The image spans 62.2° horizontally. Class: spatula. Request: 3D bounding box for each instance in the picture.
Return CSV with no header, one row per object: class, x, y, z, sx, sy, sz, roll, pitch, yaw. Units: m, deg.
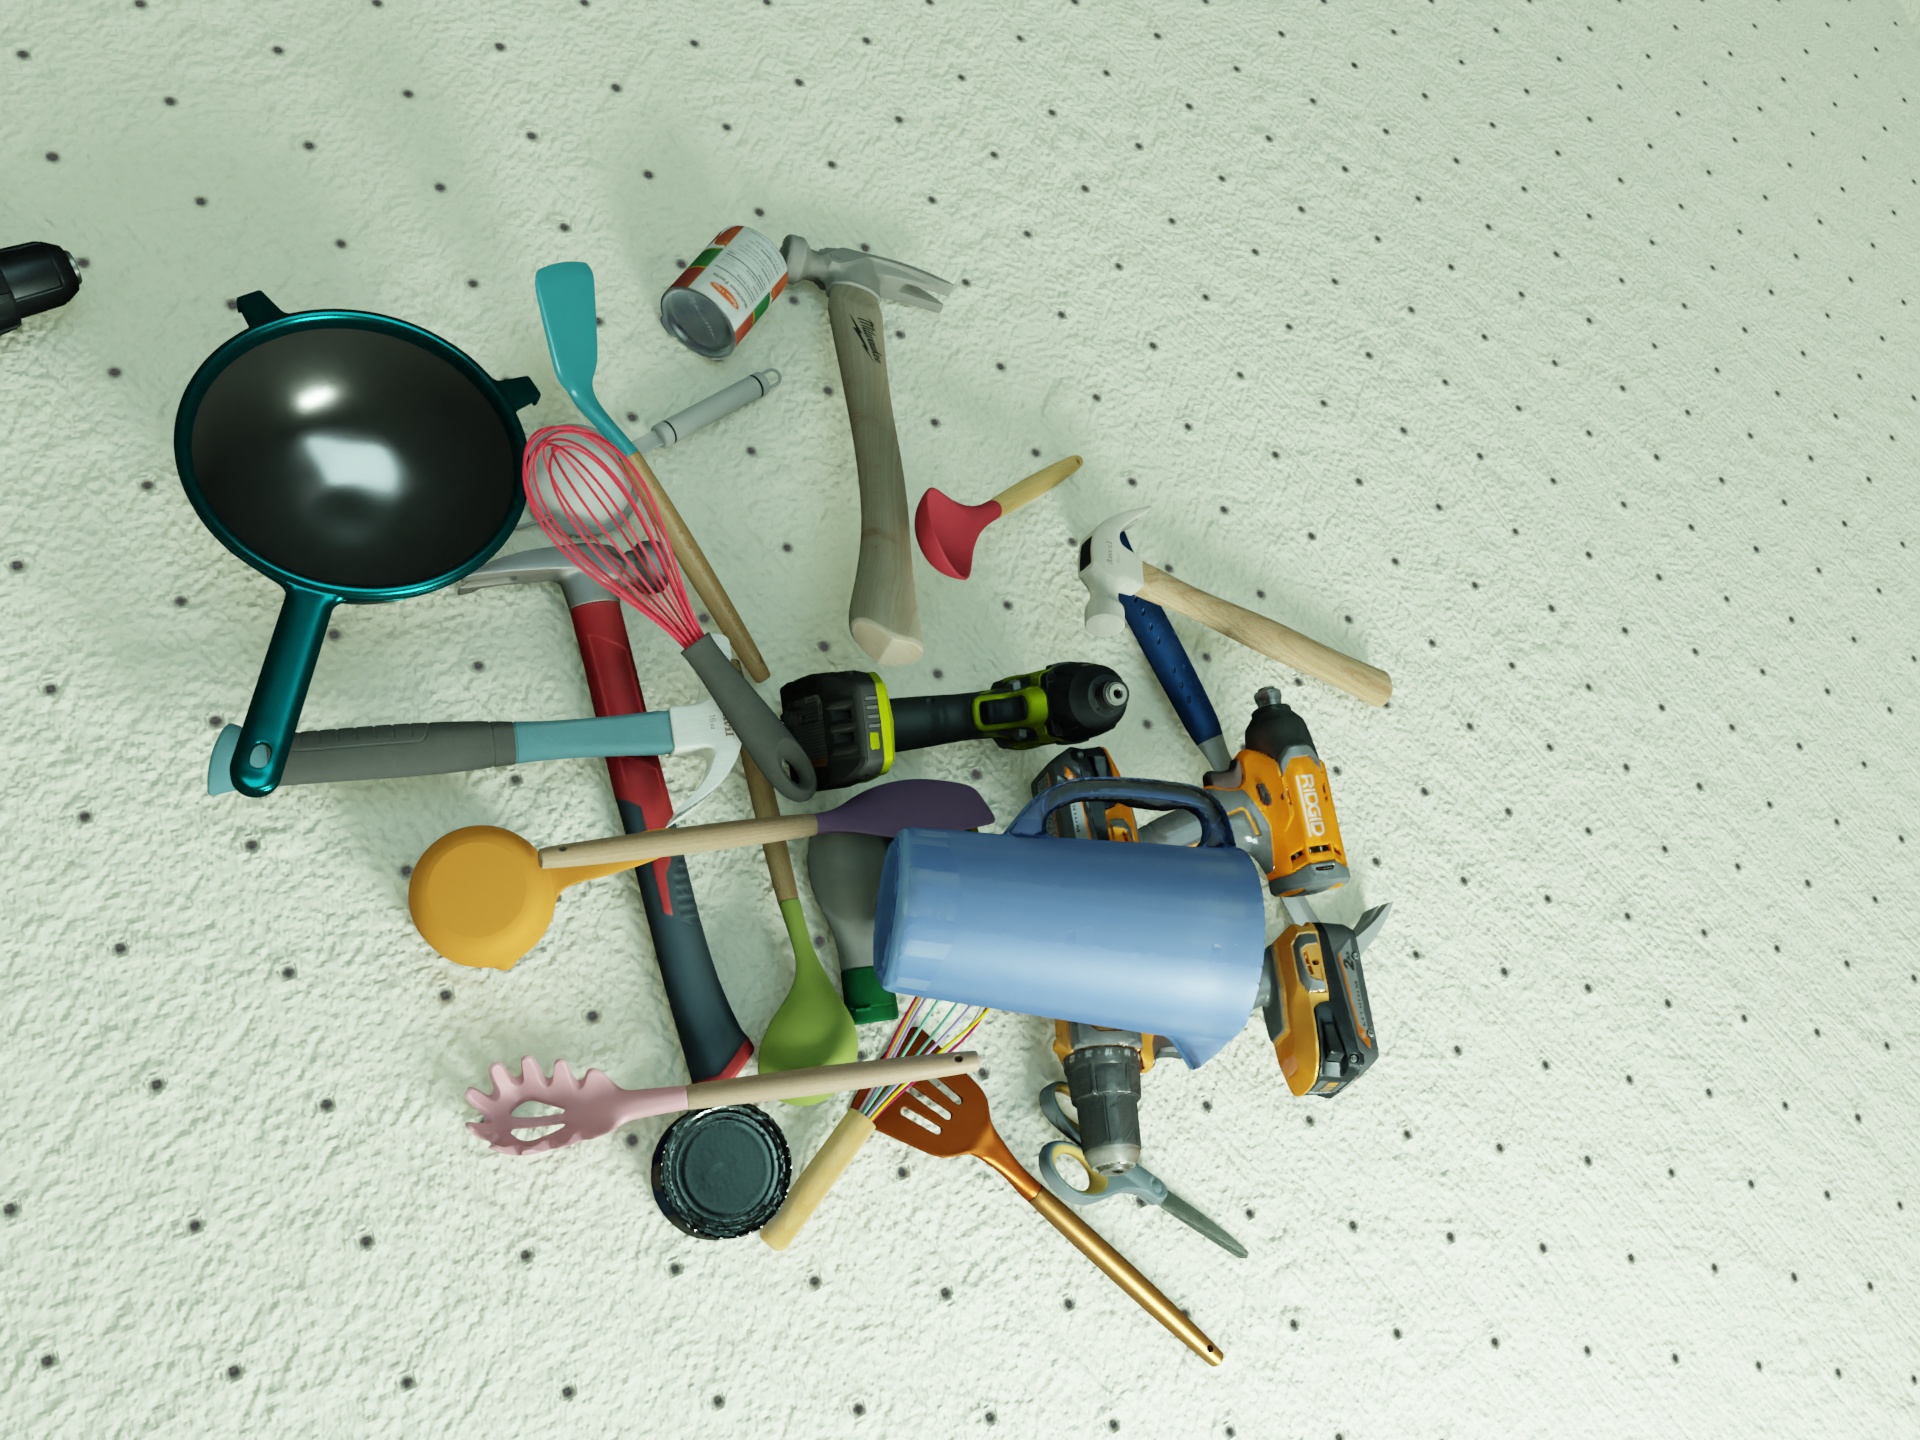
spatula,-0.122,0.070,1.053,0.315,0.018,0.060,-6,39,-29
spatula,0.064,0.343,1.107,0.322,0.041,0.081,44,60,-9
spatula,-0.211,-0.168,1.118,0.317,0.044,0.082,60,21,-10

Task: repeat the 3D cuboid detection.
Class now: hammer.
hammer,-0.056,-0.210,1.198,0.146,0.038,0.411,9,52,-23
hammer,0.234,-0.080,1.318,0.331,0.031,0.130,20,53,-28
hammer,-0.299,0.014,1.015,0.331,0.033,0.128,-4,71,-24
hammer,-0.226,0.063,1.067,0.143,0.038,0.386,-10,75,-27
hammer,0.212,0.024,1.294,0.144,0.035,0.405,-22,81,-30

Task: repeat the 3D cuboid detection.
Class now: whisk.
whisk,-0.186,-0.066,1.040,0.073,0.073,0.295,-42,101,-32
whisk,-0.050,0.250,1.066,0.047,0.051,0.245,35,65,9

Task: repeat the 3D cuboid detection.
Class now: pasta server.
pasta server,-0.144,0.229,0.994,0.316,0.040,0.060,-5,57,-8

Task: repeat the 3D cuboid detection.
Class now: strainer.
strainer,-0.226,-0.210,1.175,0.258,0.050,0.087,-38,93,-35
strainer,-0.401,-0.098,1.009,0.211,0.095,0.341,15,63,-18

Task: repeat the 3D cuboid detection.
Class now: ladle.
ladle,-0.133,0.105,1.097,0.078,0.062,0.320,15,53,-52
ladle,0.036,-0.169,1.216,0.315,0.031,0.069,-39,110,-59

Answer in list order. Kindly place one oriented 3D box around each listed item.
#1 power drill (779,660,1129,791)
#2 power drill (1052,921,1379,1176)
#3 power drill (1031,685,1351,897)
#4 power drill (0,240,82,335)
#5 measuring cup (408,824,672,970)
power drill,-0.002,-0.004,1.125,0.223,0.171,0.080,-7,88,-23
power drill,0.178,0.230,1.141,0.226,0.084,0.186,1,59,-9
power drill,0.174,0.061,1.209,0.226,0.084,0.164,-5,75,-14
power drill,-0.683,-0.320,0.978,0.190,0.080,0.228,-30,88,-31
measuring cup,-0.260,0.096,1.002,0.173,0.052,0.095,-18,81,-12
